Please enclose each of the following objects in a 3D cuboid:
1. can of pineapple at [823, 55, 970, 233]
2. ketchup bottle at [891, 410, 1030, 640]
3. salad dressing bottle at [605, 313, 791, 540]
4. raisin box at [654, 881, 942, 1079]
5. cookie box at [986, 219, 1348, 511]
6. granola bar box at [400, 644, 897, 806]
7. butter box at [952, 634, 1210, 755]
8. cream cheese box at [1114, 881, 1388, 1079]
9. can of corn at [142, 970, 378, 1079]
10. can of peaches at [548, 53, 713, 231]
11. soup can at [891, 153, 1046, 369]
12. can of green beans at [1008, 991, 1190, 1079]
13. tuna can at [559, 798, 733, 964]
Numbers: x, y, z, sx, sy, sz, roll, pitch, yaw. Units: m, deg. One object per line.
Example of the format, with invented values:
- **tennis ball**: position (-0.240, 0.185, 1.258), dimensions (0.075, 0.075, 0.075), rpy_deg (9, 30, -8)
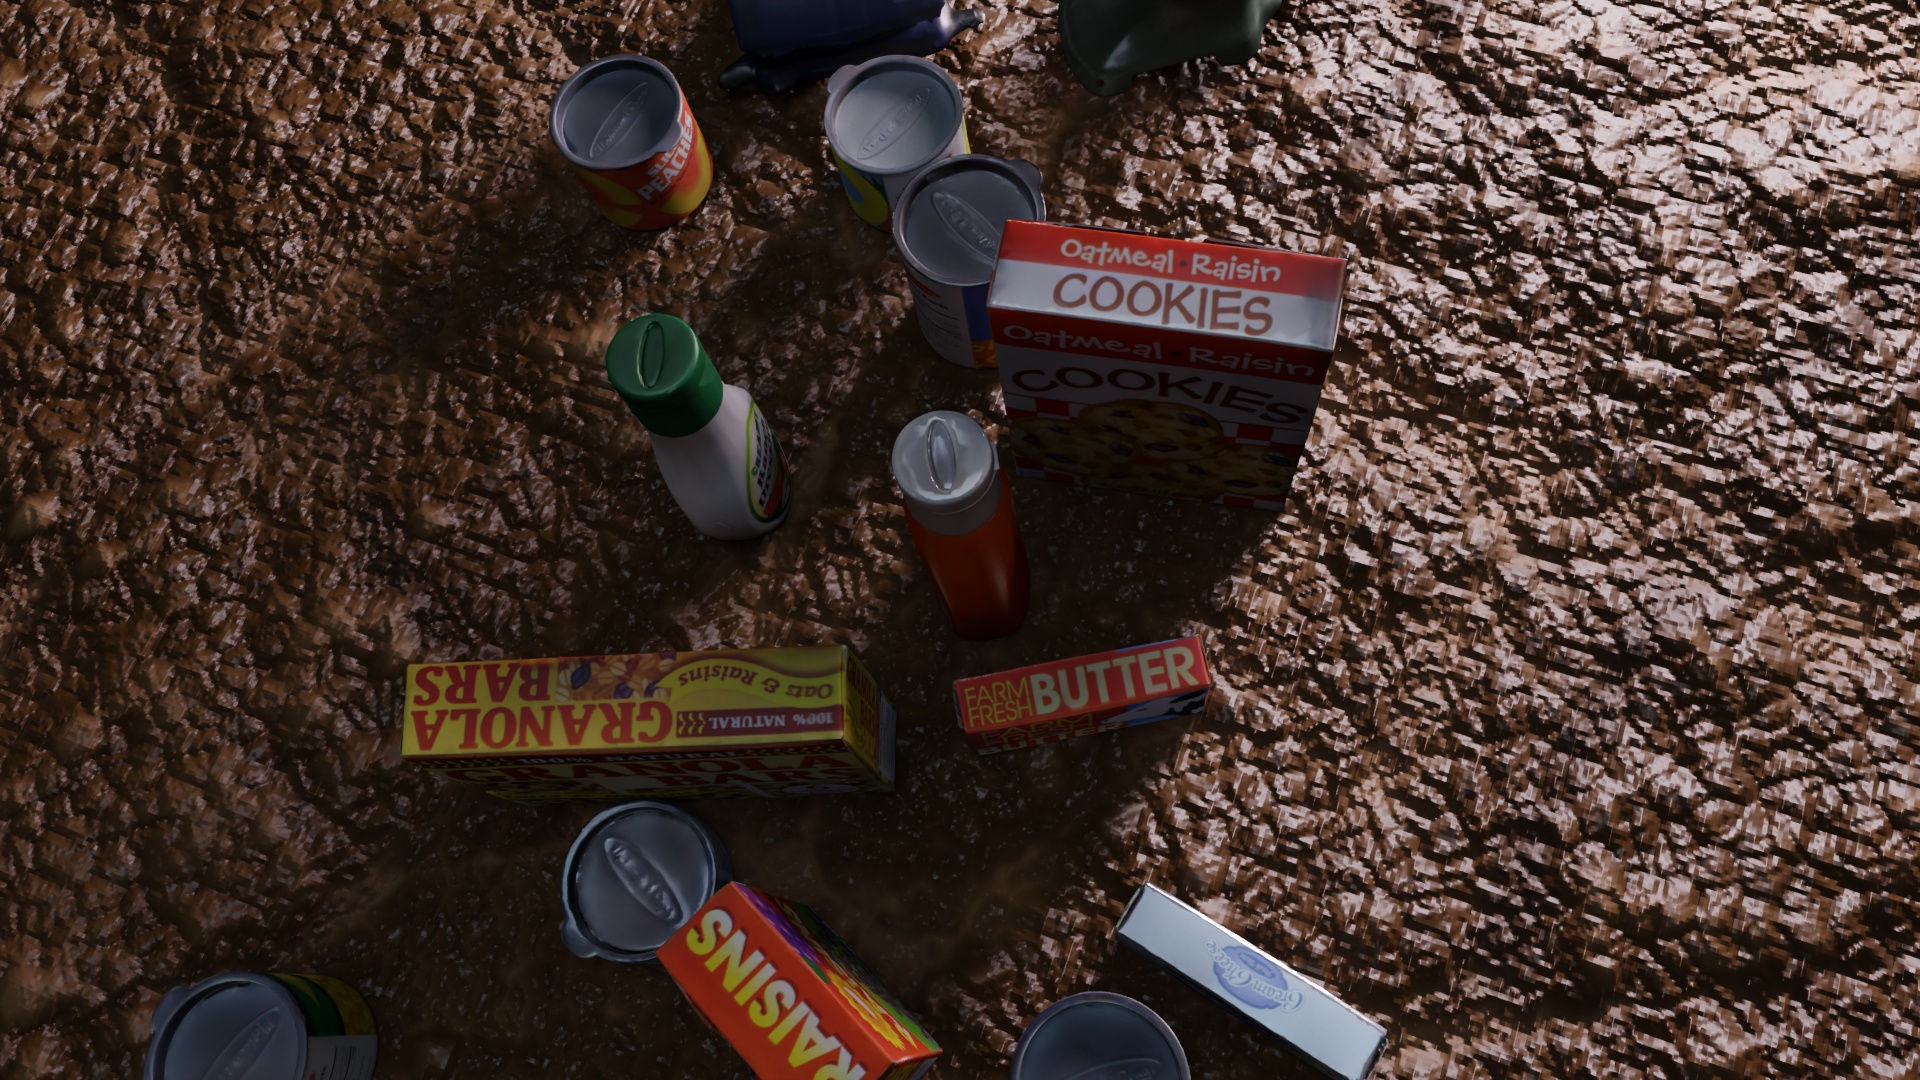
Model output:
- **can of pineapple**: position (-0.029, -0.193, 0.677), dimensions (0.071, 0.057, 0.071), rpy_deg (-2, 71, 6)
- **ketchup bottle**: position (0.002, -0.007, 0.560), dimensions (0.043, 0.148, 0.065), rpy_deg (-10, 70, 3)
- **salad dressing bottle**: position (-0.108, -0.045, 0.586), dimensions (0.044, 0.147, 0.064), rpy_deg (-2, 71, 6)
- **raisin box**: position (-0.056, 0.174, 0.516), dimensions (0.040, 0.123, 0.086), rpy_deg (-44, 72, -9)
- **cookie box**: position (0.080, -0.065, 0.562), dimensions (0.123, 0.167, 0.040), rpy_deg (8, 73, 9)
- **granola bar box**: position (-0.116, 0.078, 0.556), dimensions (0.165, 0.124, 0.039), rpy_deg (-3, 71, 5)
- **butter box**: position (0.051, 0.065, 0.580), dimensions (0.103, 0.053, 0.024), rpy_deg (-11, 70, 2)
- **cream cheese box**: position (0.109, 0.171, 0.536), dimensions (0.104, 0.053, 0.024), rpy_deg (30, 77, 15)
- **can of corn**: position (-0.283, 0.208, 0.563), dimensions (0.071, 0.058, 0.071), rpy_deg (-2, 71, 6)
- **can of peaches**: position (-0.160, -0.196, 0.692), dimensions (0.071, 0.058, 0.071), rpy_deg (-2, 71, 6)
- **soup can**: position (0.010, -0.127, 0.635), dimensions (0.071, 0.083, 0.071), rpy_deg (-2, 71, 6)
- **can of green beans**: position (0.053, 0.206, 0.528), dimensions (0.071, 0.057, 0.071), rpy_deg (-2, 71, 6)
- **tuna can**: position (-0.132, 0.145, 0.582), dimensions (0.071, 0.032, 0.071), rpy_deg (-2, 71, 6)
